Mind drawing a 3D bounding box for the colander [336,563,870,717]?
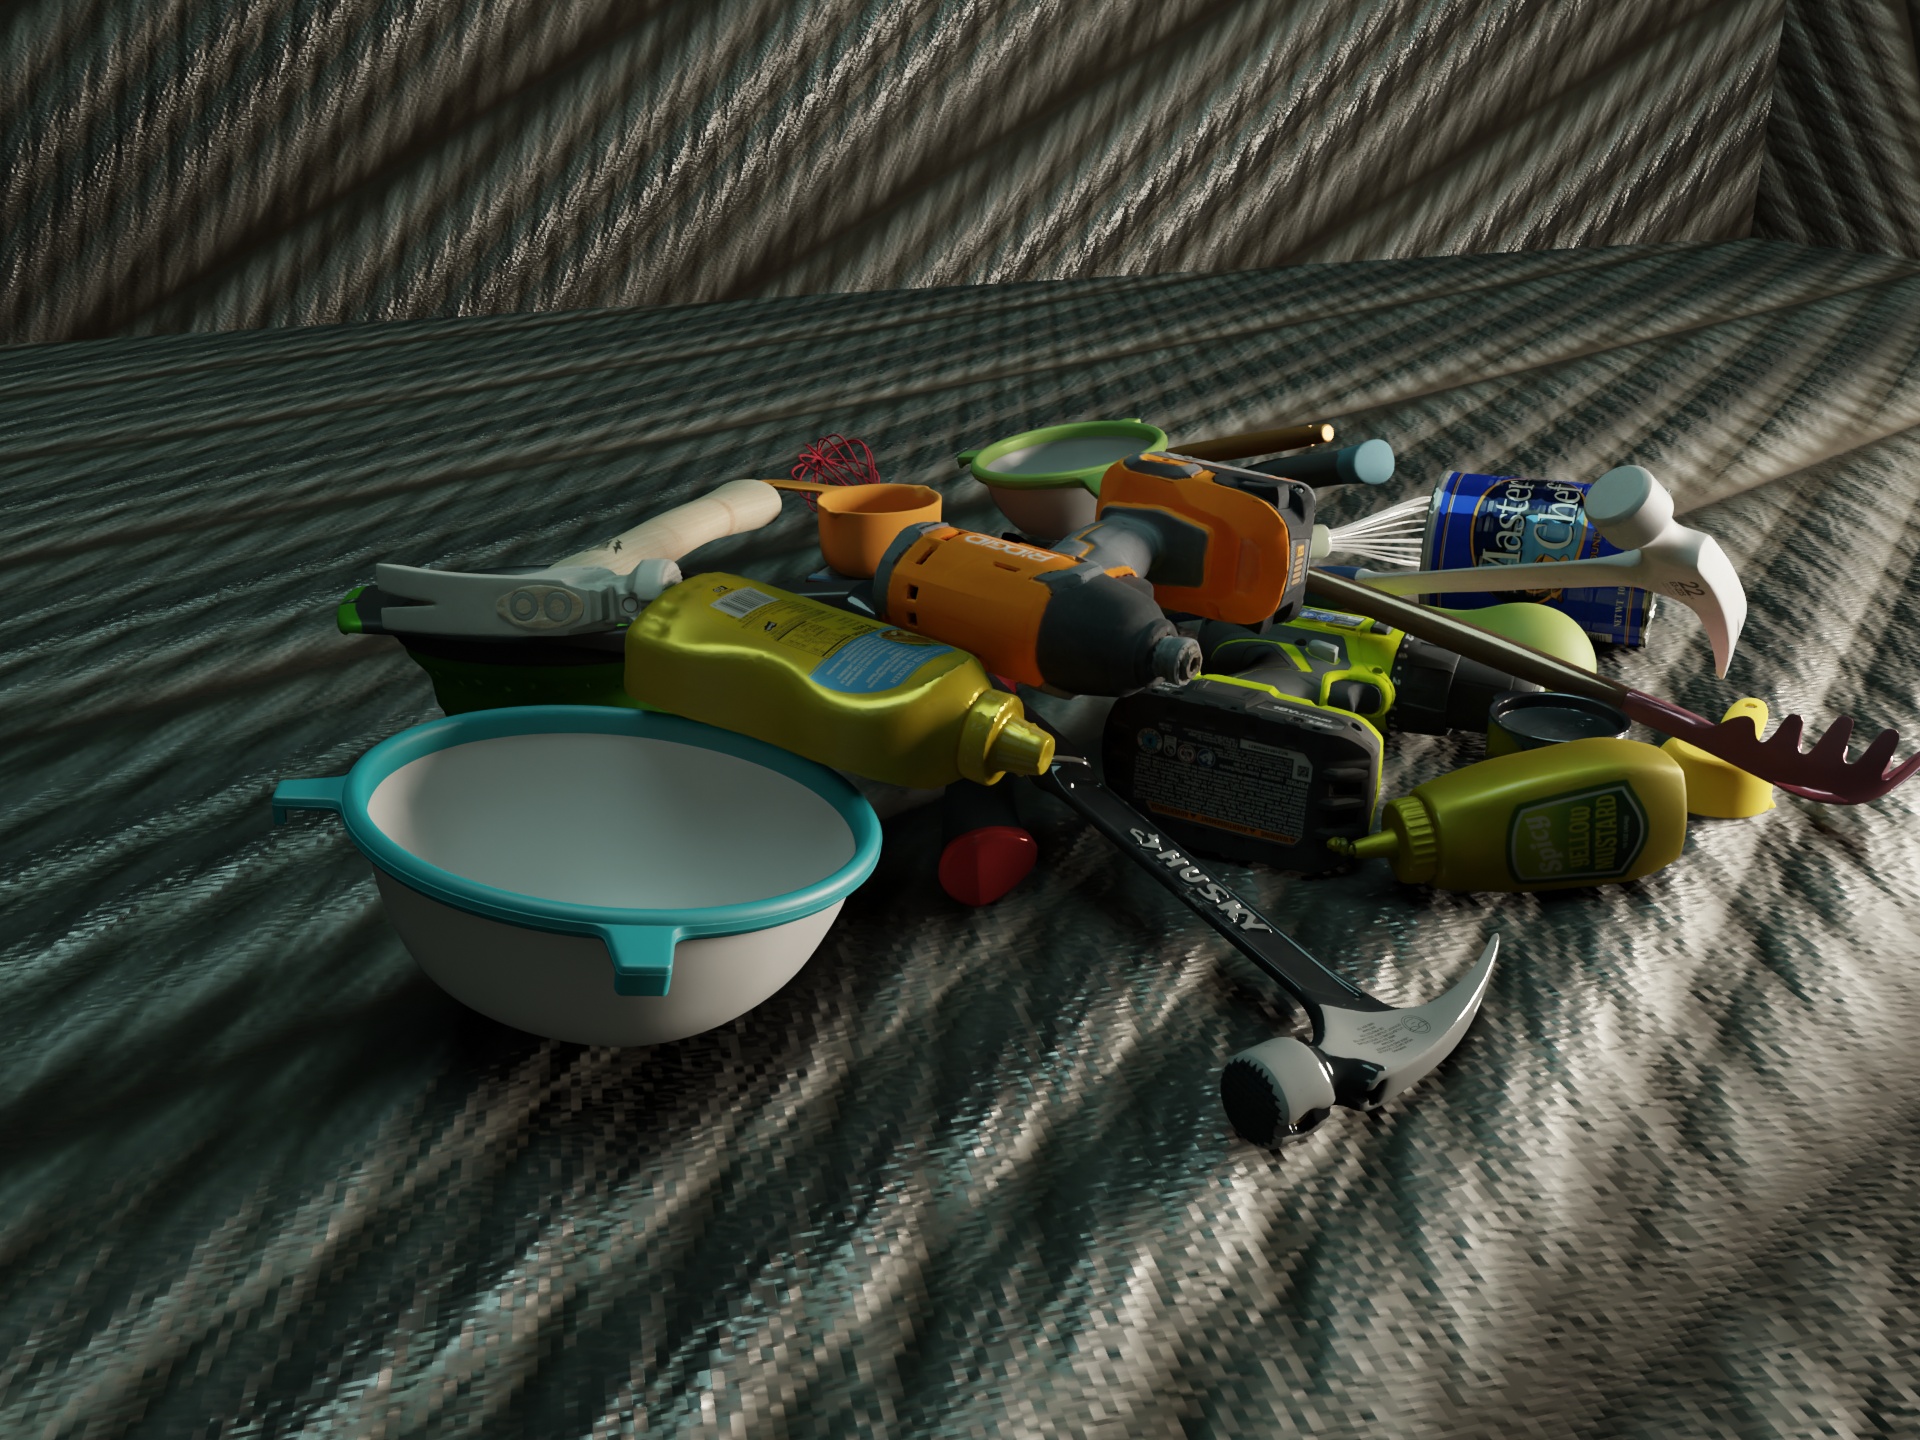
[{"bbox_3d":[-0.142,-0.030,0.912,0.397,0.094,0.205,-3,16,-17],"label":"colander"}]

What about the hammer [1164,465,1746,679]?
[{"bbox_3d":[0.249,-0.075,0.921,0.144,0.035,0.406,34,-17,-30],"label":"hammer"}]

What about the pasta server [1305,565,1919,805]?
[{"bbox_3d":[0.319,-0.027,0.818,0.316,0.040,0.060,26,0,30],"label":"pasta server"}]

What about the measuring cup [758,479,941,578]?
[{"bbox_3d":[-0.088,-0.141,1.148,0.174,0.052,0.095,15,27,40],"label":"measuring cup"}]

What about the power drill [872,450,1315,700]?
[{"bbox_3d":[0.089,-0.070,0.793,0.164,0.084,0.226,20,29,34],"label":"power drill"}]

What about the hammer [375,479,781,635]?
[{"bbox_3d":[-0.187,-0.105,0.935,0.146,0.038,0.411,1,15,6],"label":"hammer"}]

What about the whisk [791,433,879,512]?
[{"bbox_3d":[-0.077,-0.181,1.294,0.073,0.073,0.296,-9,23,-18],"label":"whisk"}]

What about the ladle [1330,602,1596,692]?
[{"bbox_3d":[0.271,-0.062,1.038,0.078,0.062,0.320,-11,17,-29],"label":"ladle"}]

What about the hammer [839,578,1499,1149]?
[{"bbox_3d":[0.061,0.031,0.727,0.149,0.036,0.409,-13,36,-31],"label":"hammer"}]

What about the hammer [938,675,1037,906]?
[{"bbox_3d":[-0.001,-0.003,0.905,0.143,0.038,0.386,-2,22,4],"label":"hammer"}]

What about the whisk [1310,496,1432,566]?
[{"bbox_3d":[0.271,-0.132,1.161,0.246,0.057,0.059,-6,42,-16],"label":"whisk"}]

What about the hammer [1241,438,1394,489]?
[{"bbox_3d":[0.221,-0.185,1.222,0.128,0.033,0.331,-14,8,-20],"label":"hammer"}]

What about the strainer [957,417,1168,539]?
[{"bbox_3d":[0.097,-0.158,1.171,0.151,0.069,0.257,-13,25,-8],"label":"strainer"}]

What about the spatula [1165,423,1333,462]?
[{"bbox_3d":[0.177,-0.220,1.263,0.081,0.041,0.323,-13,9,-29],"label":"spatula"}]

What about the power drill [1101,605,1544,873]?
[{"bbox_3d":[0.193,-0.003,0.842,0.191,0.080,0.228,13,25,27],"label":"power drill"}]

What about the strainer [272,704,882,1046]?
[{"bbox_3d":[-0.111,0.060,0.704,0.211,0.095,0.340,19,19,26],"label":"strainer"}]

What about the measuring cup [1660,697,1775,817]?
[{"bbox_3d":[0.414,0.008,0.854,0.062,0.029,0.156,13,29,31],"label":"measuring cup"}]
